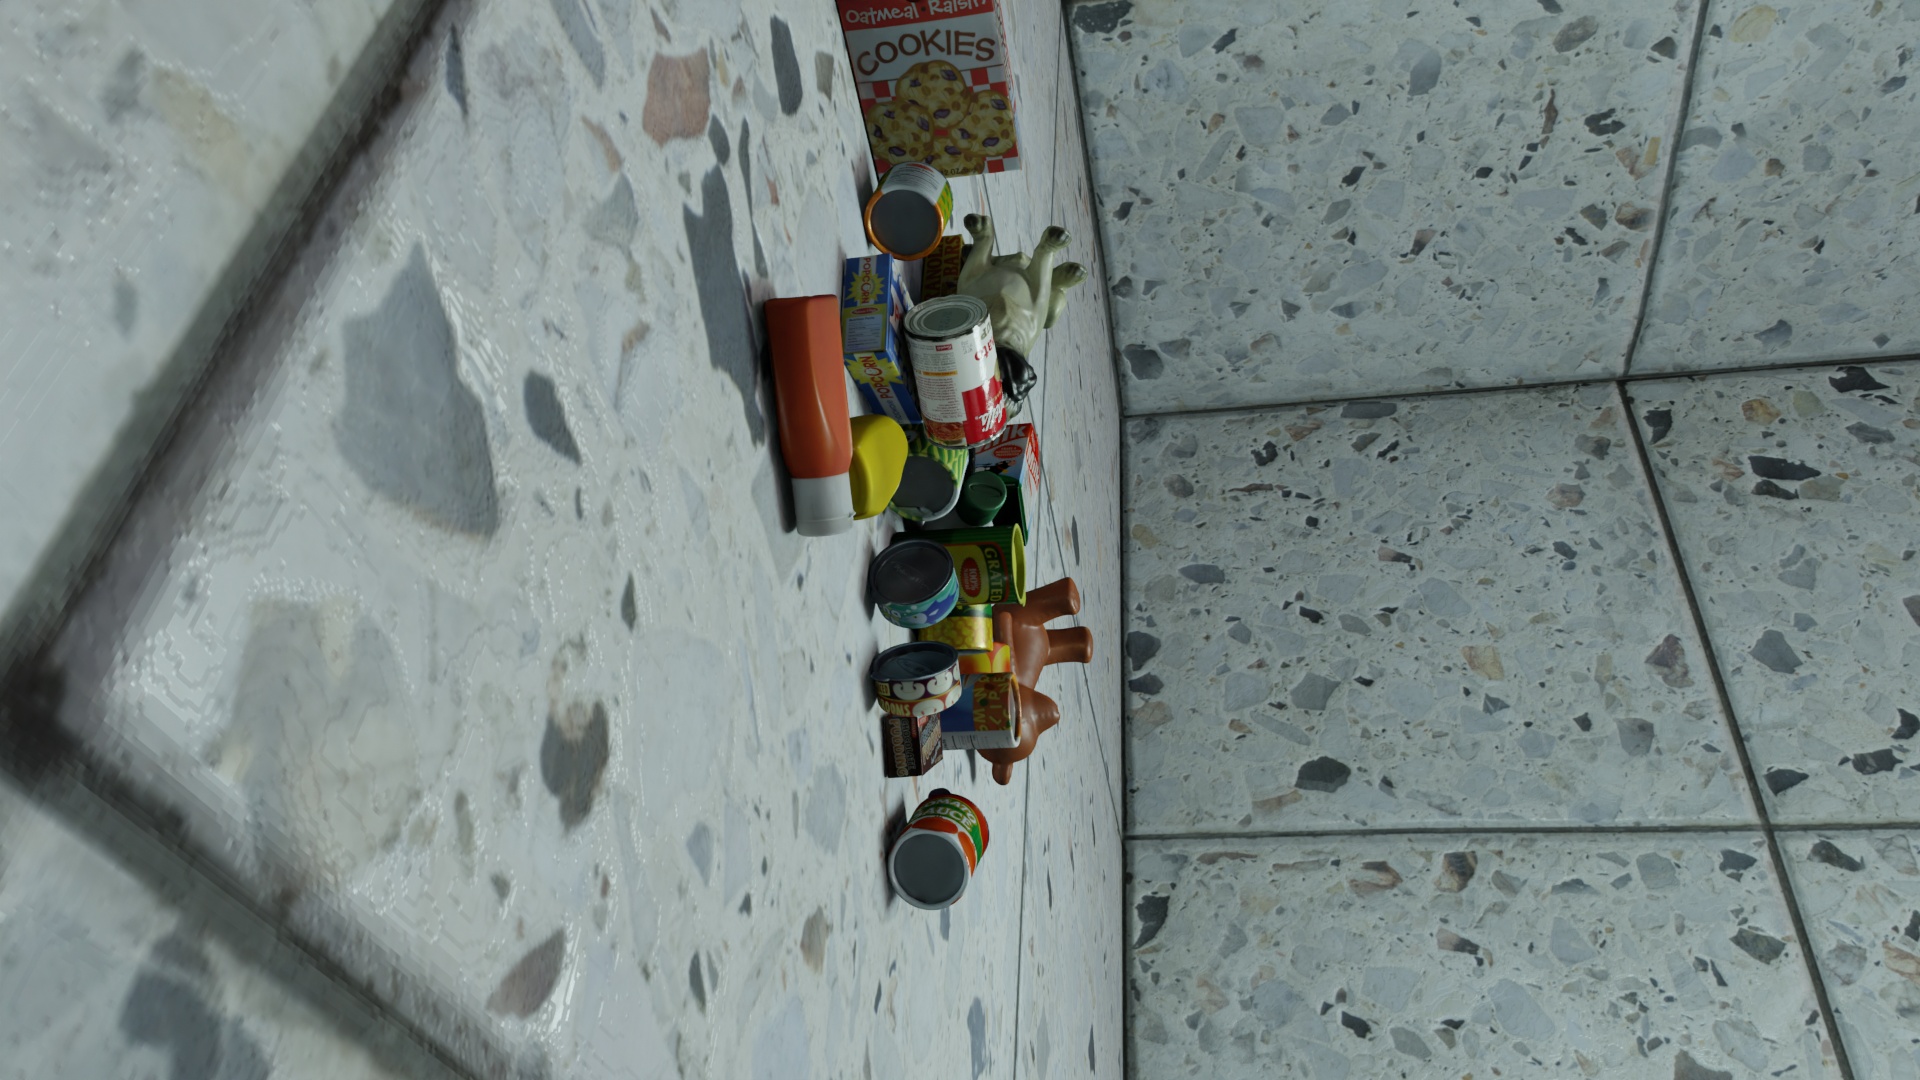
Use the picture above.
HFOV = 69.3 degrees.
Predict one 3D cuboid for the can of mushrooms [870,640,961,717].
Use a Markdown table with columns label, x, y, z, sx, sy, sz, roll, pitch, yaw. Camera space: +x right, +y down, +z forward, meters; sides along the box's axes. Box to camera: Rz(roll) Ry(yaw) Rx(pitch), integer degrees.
| label | x | y | z | sx | sy | sz | roll | pitch | yaw |
| --- | --- | --- | --- | --- | --- | --- | --- | --- | --- |
| can of mushrooms | -0.035 | 0.105 | 1.054 | 0.071 | 0.071 | 0.033 | -69 | 154 | -66 |

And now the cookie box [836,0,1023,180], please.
| label | x | y | z | sx | sy | sz | roll | pitch | yaw |
| --- | --- | --- | --- | --- | --- | --- | --- | --- | --- |
| cookie box | -0.021 | -0.377 | 1.130 | 0.040 | 0.123 | 0.166 | -84 | 165 | -47 |

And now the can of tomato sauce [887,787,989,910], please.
| label | x | y | z | sx | sy | sz | roll | pitch | yaw |
| --- | --- | --- | --- | --- | --- | --- | --- | --- | --- |
| can of tomato sauce | -0.017 | 0.242 | 1.091 | 0.083 | 0.071 | 0.071 | -38 | 123 | -76 |

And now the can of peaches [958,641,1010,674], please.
| label | x | y | z | sx | sy | sz | roll | pitch | yaw |
| --- | --- | --- | --- | --- | --- | --- | --- | --- | --- |
| can of peaches | 0.017 | 0.127 | 1.296 | 0.071 | 0.071 | 0.058 | 51 | 36 | -72 |

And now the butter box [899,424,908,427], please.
| label | x | y | z | sx | sy | sz | roll | pitch | yaw |
| --- | --- | --- | --- | --- | --- | --- | --- | --- | --- |
| butter box | -0.041 | -0.101 | 1.193 | 0.103 | 0.024 | 0.053 | 70 | 20 | -56 |

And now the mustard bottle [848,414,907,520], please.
| label | x | y | z | sx | sy | sz | roll | pitch | yaw |
| --- | --- | --- | --- | --- | --- | --- | --- | --- | --- |
| mustard bottle | -0.067 | -0.058 | 0.979 | 0.161 | 0.049 | 0.065 | -59 | 143 | -73 |

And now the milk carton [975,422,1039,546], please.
| label | x | y | z | sx | sy | sz | roll | pitch | yaw |
| --- | --- | --- | --- | --- | --- | --- | --- | --- | --- |
| milk carton | 0.042 | -0.070 | 1.499 | 0.191 | 0.072 | 0.073 | -74 | 158 | -58 |

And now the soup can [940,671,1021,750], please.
| label | x | y | z | sx | sy | sz | roll | pitch | yaw |
| --- | --- | --- | --- | --- | --- | --- | --- | --- | --- |
| soup can | 0.007 | 0.145 | 1.202 | 0.071 | 0.084 | 0.071 | -6 | 92 | -79 |

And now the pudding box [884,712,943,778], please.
| label | x | y | z | sx | sy | sz | roll | pitch | yaw |
| --- | --- | --- | --- | --- | --- | --- | --- | --- | --- |
| pudding box | -0.037 | 0.158 | 1.110 | 0.084 | 0.030 | 0.049 | -1 | 87 | -80 |

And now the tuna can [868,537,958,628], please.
| label | x | y | z | sx | sy | sz | roll | pitch | yaw |
| --- | --- | --- | --- | --- | --- | --- | --- | --- | --- |
| tuna can | -0.037 | 0.035 | 1.067 | 0.032 | 0.071 | 0.071 | 76 | 15 | -48 |

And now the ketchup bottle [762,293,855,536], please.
| label | x | y | z | sx | sy | sz | roll | pitch | yaw |
| --- | --- | --- | --- | --- | --- | --- | --- | --- | --- |
| ketchup bottle | -0.092 | -0.078 | 0.868 | 0.065 | 0.043 | 0.148 | -47 | 132 | -74 |

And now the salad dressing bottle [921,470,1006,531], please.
| label | x | y | z | sx | sy | sz | roll | pitch | yaw |
| --- | --- | --- | --- | --- | --- | --- | --- | --- | --- |
| salad dressing bottle | 0.004 | -0.015 | 1.202 | 0.147 | 0.064 | 0.044 | 121 | -19 | -65 |

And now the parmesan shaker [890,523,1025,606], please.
| label | x | y | z | sx | sy | sz | roll | pitch | yaw |
| --- | --- | --- | --- | --- | --- | --- | --- | --- | --- |
| parmesan shaker | -0.001 | 0.025 | 1.149 | 0.071 | 0.103 | 0.071 | -6 | 92 | -79 |

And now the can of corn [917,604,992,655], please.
| label | x | y | z | sx | sy | sz | roll | pitch | yaw |
| --- | --- | --- | --- | --- | --- | --- | --- | --- | --- |
| can of corn | -0.006 | 0.069 | 1.213 | 0.071 | 0.071 | 0.058 | 40 | 47 | -75 |

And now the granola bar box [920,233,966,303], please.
| label | x | y | z | sx | sy | sz | roll | pitch | yaw |
| --- | --- | --- | --- | --- | --- | --- | --- | --- | --- |
| granola bar box | -0.008 | -0.198 | 1.366 | 0.123 | 0.039 | 0.166 | 70 | 19 | -56 |

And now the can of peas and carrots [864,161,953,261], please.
| label | x | y | z | sx | sy | sz | roll | pitch | yaw |
| --- | --- | --- | --- | --- | --- | --- | --- | --- | --- |
| can of peas and carrots | -0.042 | -0.268 | 1.139 | 0.059 | 0.071 | 0.070 | -76 | 160 | -56 |

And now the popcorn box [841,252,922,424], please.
| label | x | y | z | sx | sy | sz | roll | pitch | yaw |
| --- | --- | --- | --- | --- | --- | --- | --- | --- | --- |
| popcorn box | -0.058 | -0.154 | 1.086 | 0.126 | 0.038 | 0.085 | 62 | 28 | -66 |

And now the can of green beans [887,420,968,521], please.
| label | x | y | z | sx | sy | sz | roll | pitch | yaw |
| --- | --- | --- | --- | --- | --- | --- | --- | --- | --- |
| can of green beans | -0.030 | -0.057 | 1.128 | 0.058 | 0.071 | 0.071 | -76 | 159 | -58 |
